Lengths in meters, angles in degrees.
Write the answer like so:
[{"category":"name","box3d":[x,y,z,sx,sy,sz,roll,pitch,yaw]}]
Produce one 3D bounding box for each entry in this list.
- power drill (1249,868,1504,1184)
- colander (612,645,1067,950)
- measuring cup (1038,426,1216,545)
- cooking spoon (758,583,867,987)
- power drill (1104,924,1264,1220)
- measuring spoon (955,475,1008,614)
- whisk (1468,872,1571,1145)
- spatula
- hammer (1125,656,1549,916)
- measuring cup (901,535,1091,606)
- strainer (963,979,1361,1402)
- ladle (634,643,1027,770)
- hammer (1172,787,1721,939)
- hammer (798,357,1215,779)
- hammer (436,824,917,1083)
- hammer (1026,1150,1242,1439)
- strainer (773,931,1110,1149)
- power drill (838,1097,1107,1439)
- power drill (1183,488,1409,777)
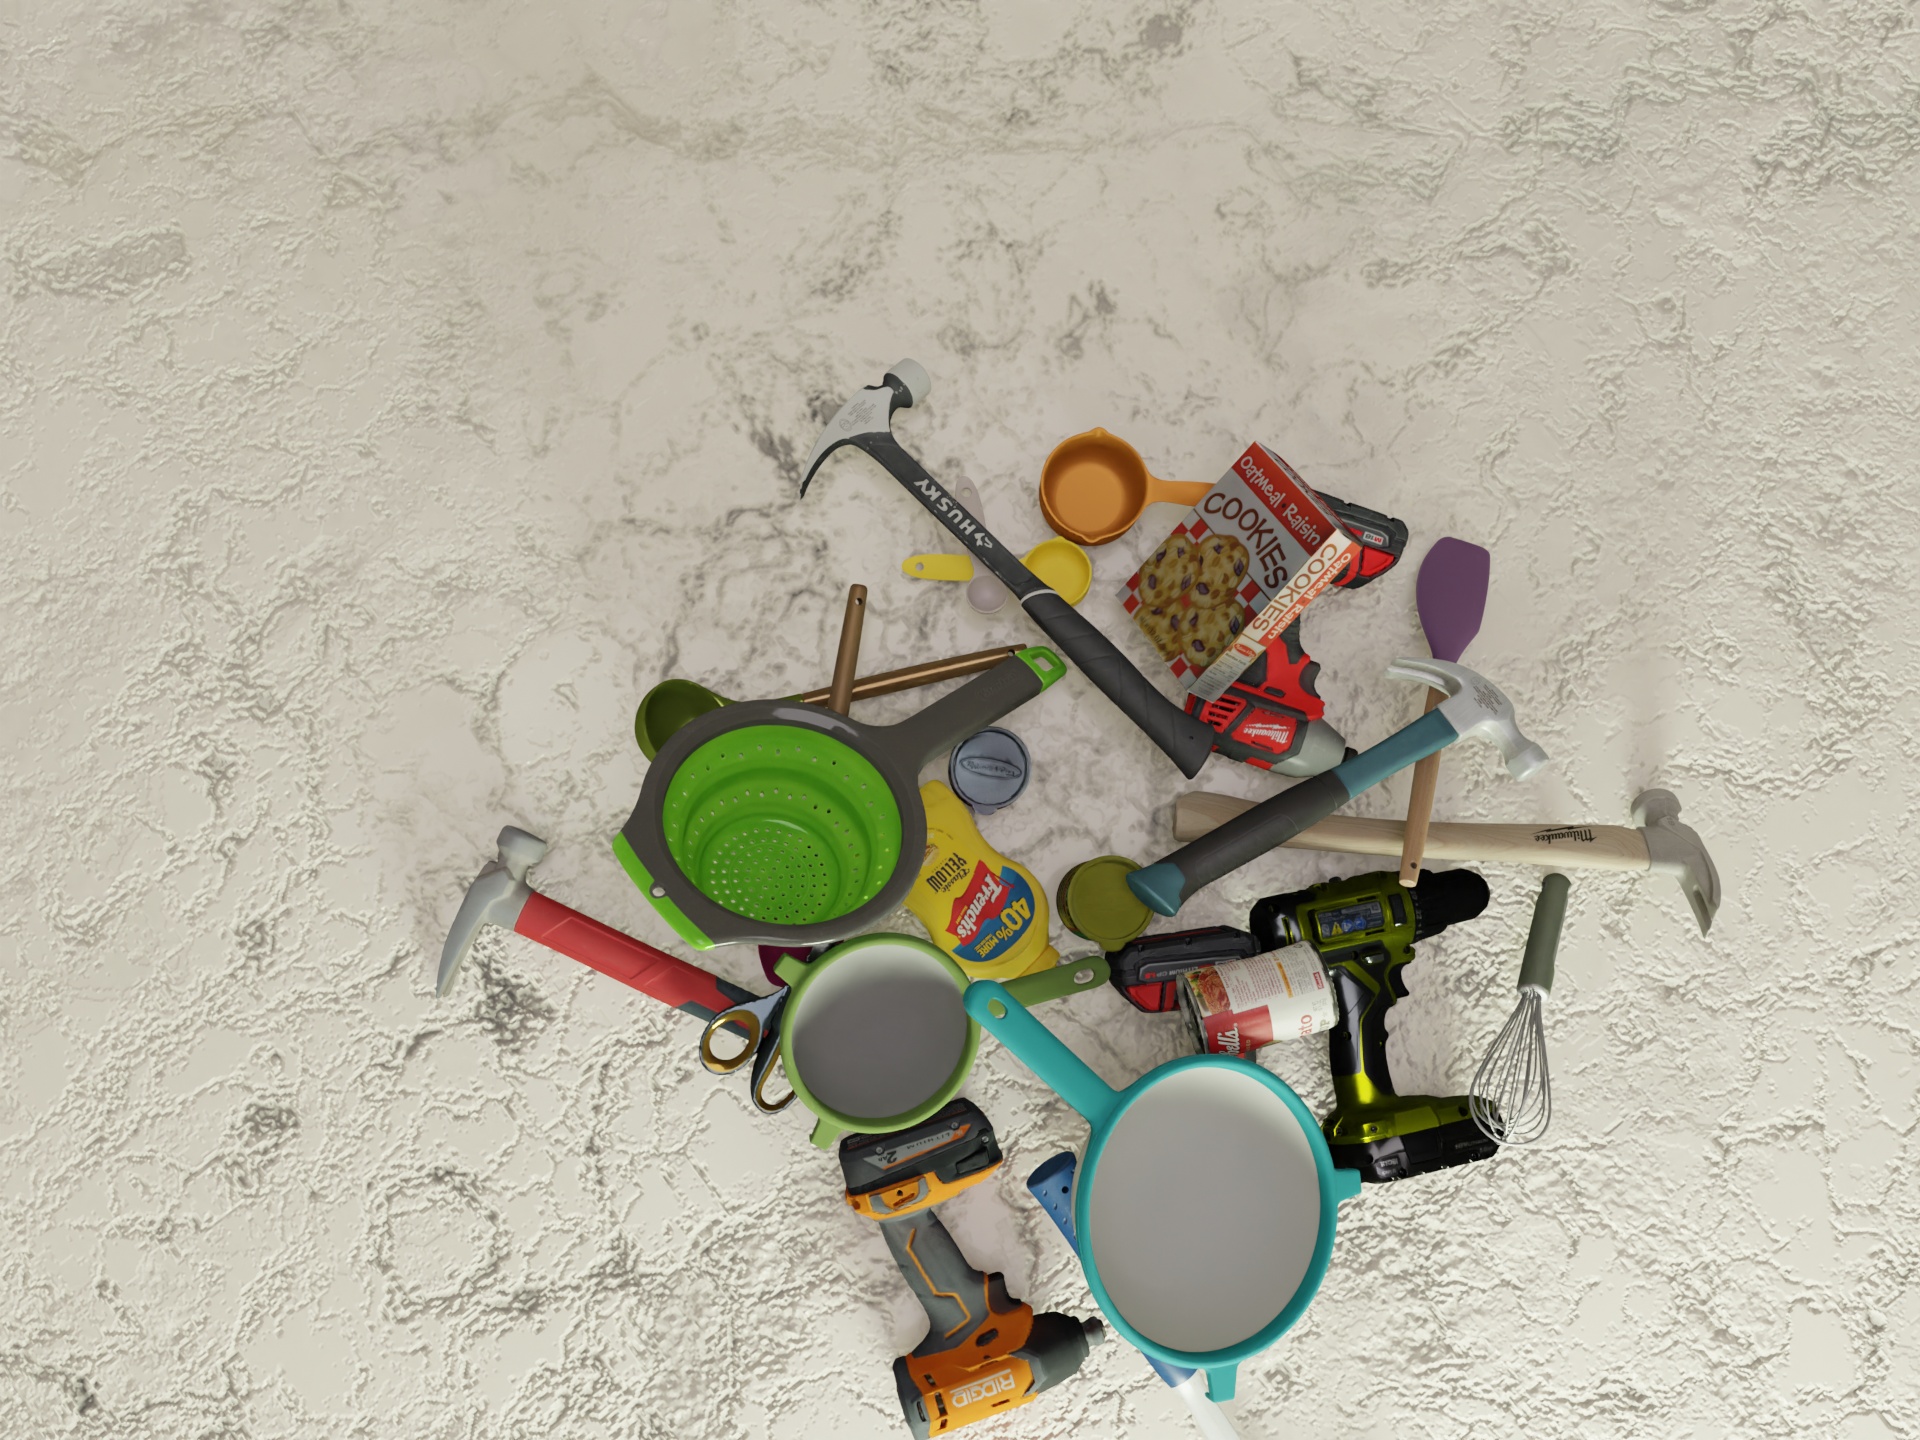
[{"category":"power drill","box3d":[0.342,0.230,1.242,0.190,0.080,0.228,-10,81,-11]},{"category":"colander","box3d":[-0.073,0.056,1.195,0.397,0.094,0.205,-31,67,-32]},{"category":"measuring cup","box3d":[0.149,-0.182,1.297,0.173,0.052,0.095,5,83,-4]},{"category":"cooking spoon","box3d":[-0.105,0.050,1.239,0.068,0.017,0.319,10,87,-15]},{"category":"power drill","box3d":[0.163,0.282,1.231,0.188,0.080,0.227,-8,87,-3]},{"category":"measuring spoon","box3d":[0.013,-0.141,1.289,0.034,0.018,0.124,-8,71,-7]},{"category":"whisk","box3d":[0.439,0.217,1.221,0.059,0.057,0.246,18,55,15]},{"category":"spatula","box3d":[0.375,-0.014,1.260,0.060,0.018,0.316,17,65,0]},{"category":"hammer","box3d":[0.274,0.056,1.195,0.331,0.033,0.128,-27,69,-13]},{"category":"measuring cup","box3d":[0.030,-0.120,1.302,0.156,0.029,0.062,4,80,10]},{"category":"strainer","box3d":[0.113,0.300,1.127,0.340,0.095,0.211,44,69,-11]},{"category":"ladle","box3d":[-0.099,-0.022,1.266,0.320,0.062,0.078,-13,84,-6]},{"category":"hammer","box3d":[0.374,0.099,1.245,0.410,0.146,0.038,3,125,3]},{"category":"hammer","box3d":[0.044,-0.107,1.251,0.149,0.036,0.409,-42,81,-20]},{"category":"hammer","box3d":[-0.212,0.226,1.240,0.386,0.038,0.143,25,84,1]},{"category":"hammer","box3d":[0.168,0.505,1.193,0.144,0.035,0.405,-33,95,-5]},{"category":"strainer","box3d":[-0.015,0.213,1.201,0.256,0.069,0.151,-13,100,-14]},{"category":"power drill","box3d":[0.008,0.410,1.208,0.164,0.084,0.226,-17,88,-6]},{"category":"power drill","box3d":[0.274,-0.065,1.277,0.143,0.078,0.220,19,86,1]}]
